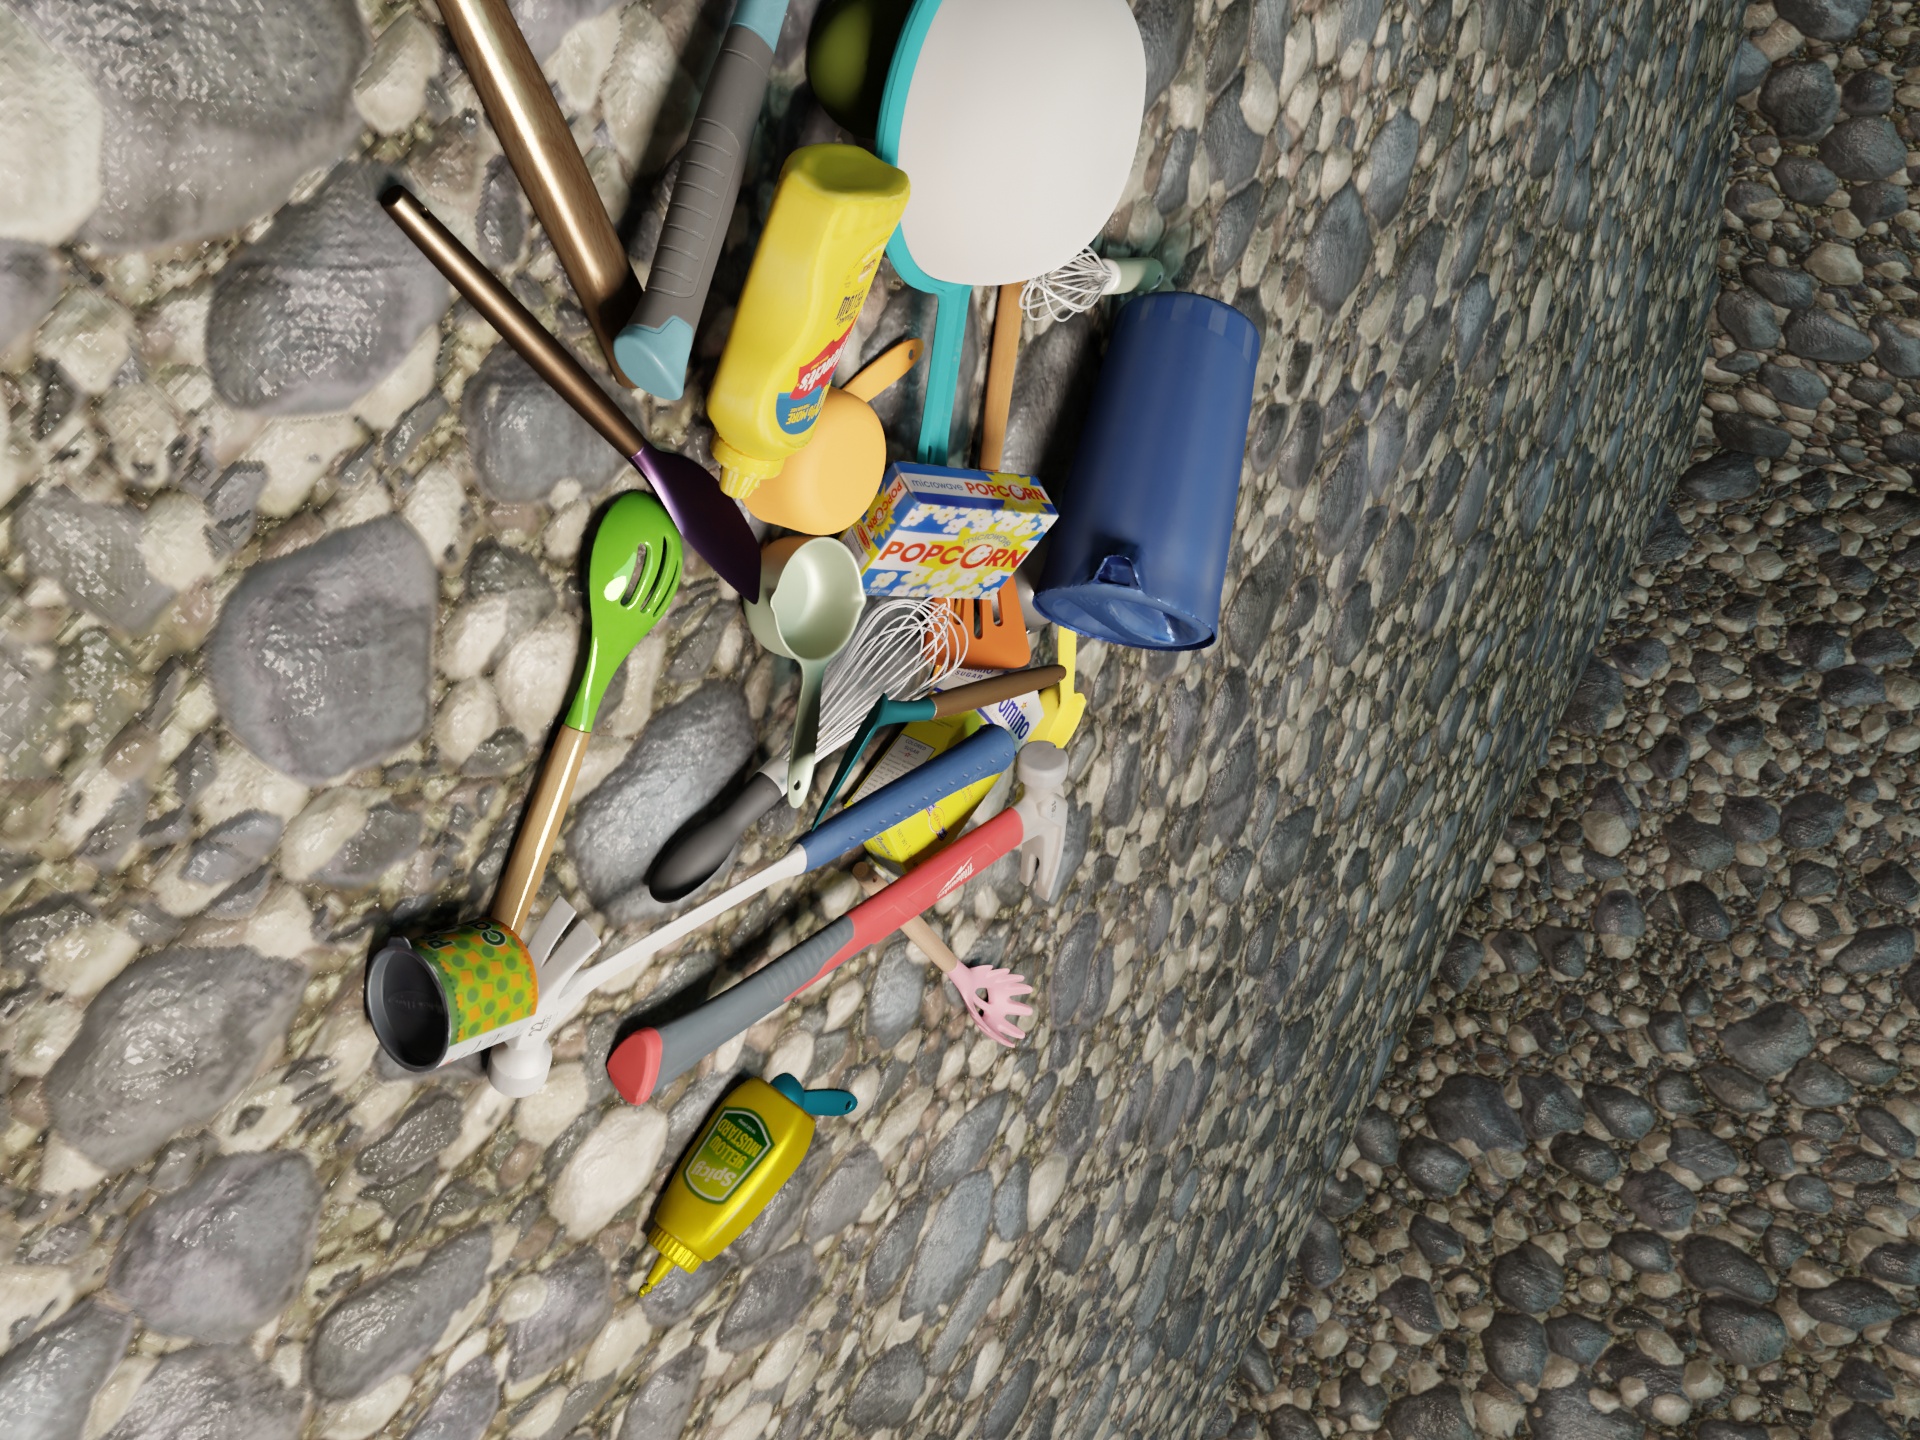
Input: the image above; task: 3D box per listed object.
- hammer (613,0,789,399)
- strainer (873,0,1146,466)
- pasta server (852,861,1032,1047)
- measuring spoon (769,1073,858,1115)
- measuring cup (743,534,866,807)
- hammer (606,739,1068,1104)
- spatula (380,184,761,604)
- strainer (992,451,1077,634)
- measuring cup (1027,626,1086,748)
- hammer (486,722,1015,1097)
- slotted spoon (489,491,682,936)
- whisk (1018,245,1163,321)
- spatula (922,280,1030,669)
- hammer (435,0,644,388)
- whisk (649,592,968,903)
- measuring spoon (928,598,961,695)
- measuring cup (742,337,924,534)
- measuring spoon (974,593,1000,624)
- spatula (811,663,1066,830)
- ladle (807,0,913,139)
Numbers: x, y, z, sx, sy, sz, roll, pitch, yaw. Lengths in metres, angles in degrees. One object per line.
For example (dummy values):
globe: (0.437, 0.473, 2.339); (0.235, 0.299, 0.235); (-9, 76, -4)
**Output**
hammer: (-0.107, -0.320, 0.777); (0.128, 0.033, 0.331); (25, 80, -62)
strainer: (0.035, -0.277, 0.919); (0.211, 0.095, 0.340); (-39, 146, -51)
pasta server: (-0.012, 0.184, 1.263); (0.315, 0.040, 0.060); (55, 49, -53)
measuring spoon: (-0.106, 0.289, 1.189); (0.128, 0.021, 0.042); (26, 86, -58)
measuring cup: (-0.103, -0.031, 0.970); (0.083, 0.038, 0.167); (-7, 108, -51)
hammer: (-0.069, 0.153, 1.091); (0.386, 0.038, 0.143); (-31, 140, -33)
spatula: (-0.179, -0.155, 0.802); (0.315, 0.018, 0.060); (47, 35, -54)
strainer: (0.086, -0.167, 1.206); (0.086, 0.050, 0.258); (25, 83, -47)
measuring cup: (0.073, -0.035, 1.252); (0.062, 0.029, 0.156); (-47, 151, -32)
hammer: (-0.106, 0.087, 0.974); (0.405, 0.035, 0.144); (-29, 155, -42)
slotted spoon: (-0.214, 0.028, 0.858); (0.070, 0.031, 0.314); (16, 96, -62)
whisk: (0.096, -0.309, 1.105); (0.057, 0.059, 0.246); (-53, 171, 27)
spatula: (0.026, -0.195, 1.086); (0.081, 0.041, 0.322); (2, 107, -20)
hammer: (-0.197, -0.283, 0.691); (0.130, 0.031, 0.331); (-53, 146, -25)
whisk: (-0.095, 0.014, 1.014); (0.285, 0.070, 0.070); (-46, 143, -27)
measuring spoon: (-0.009, -0.064, 1.148); (0.021, 0.011, 0.117); (-11, 120, -59)
measuring cup: (-0.059, -0.178, 0.952); (0.174, 0.052, 0.095); (-46, 142, -31)
measuring spoon: (0.019, -0.130, 1.150); (0.034, 0.018, 0.124); (-28, 124, -44)
spatula: (-0.002, -0.003, 1.041); (0.317, 0.044, 0.082); (-18, 144, -57)
ladle: (0.012, -0.365, 0.976); (0.320, 0.062, 0.078); (-8, 108, -64)
